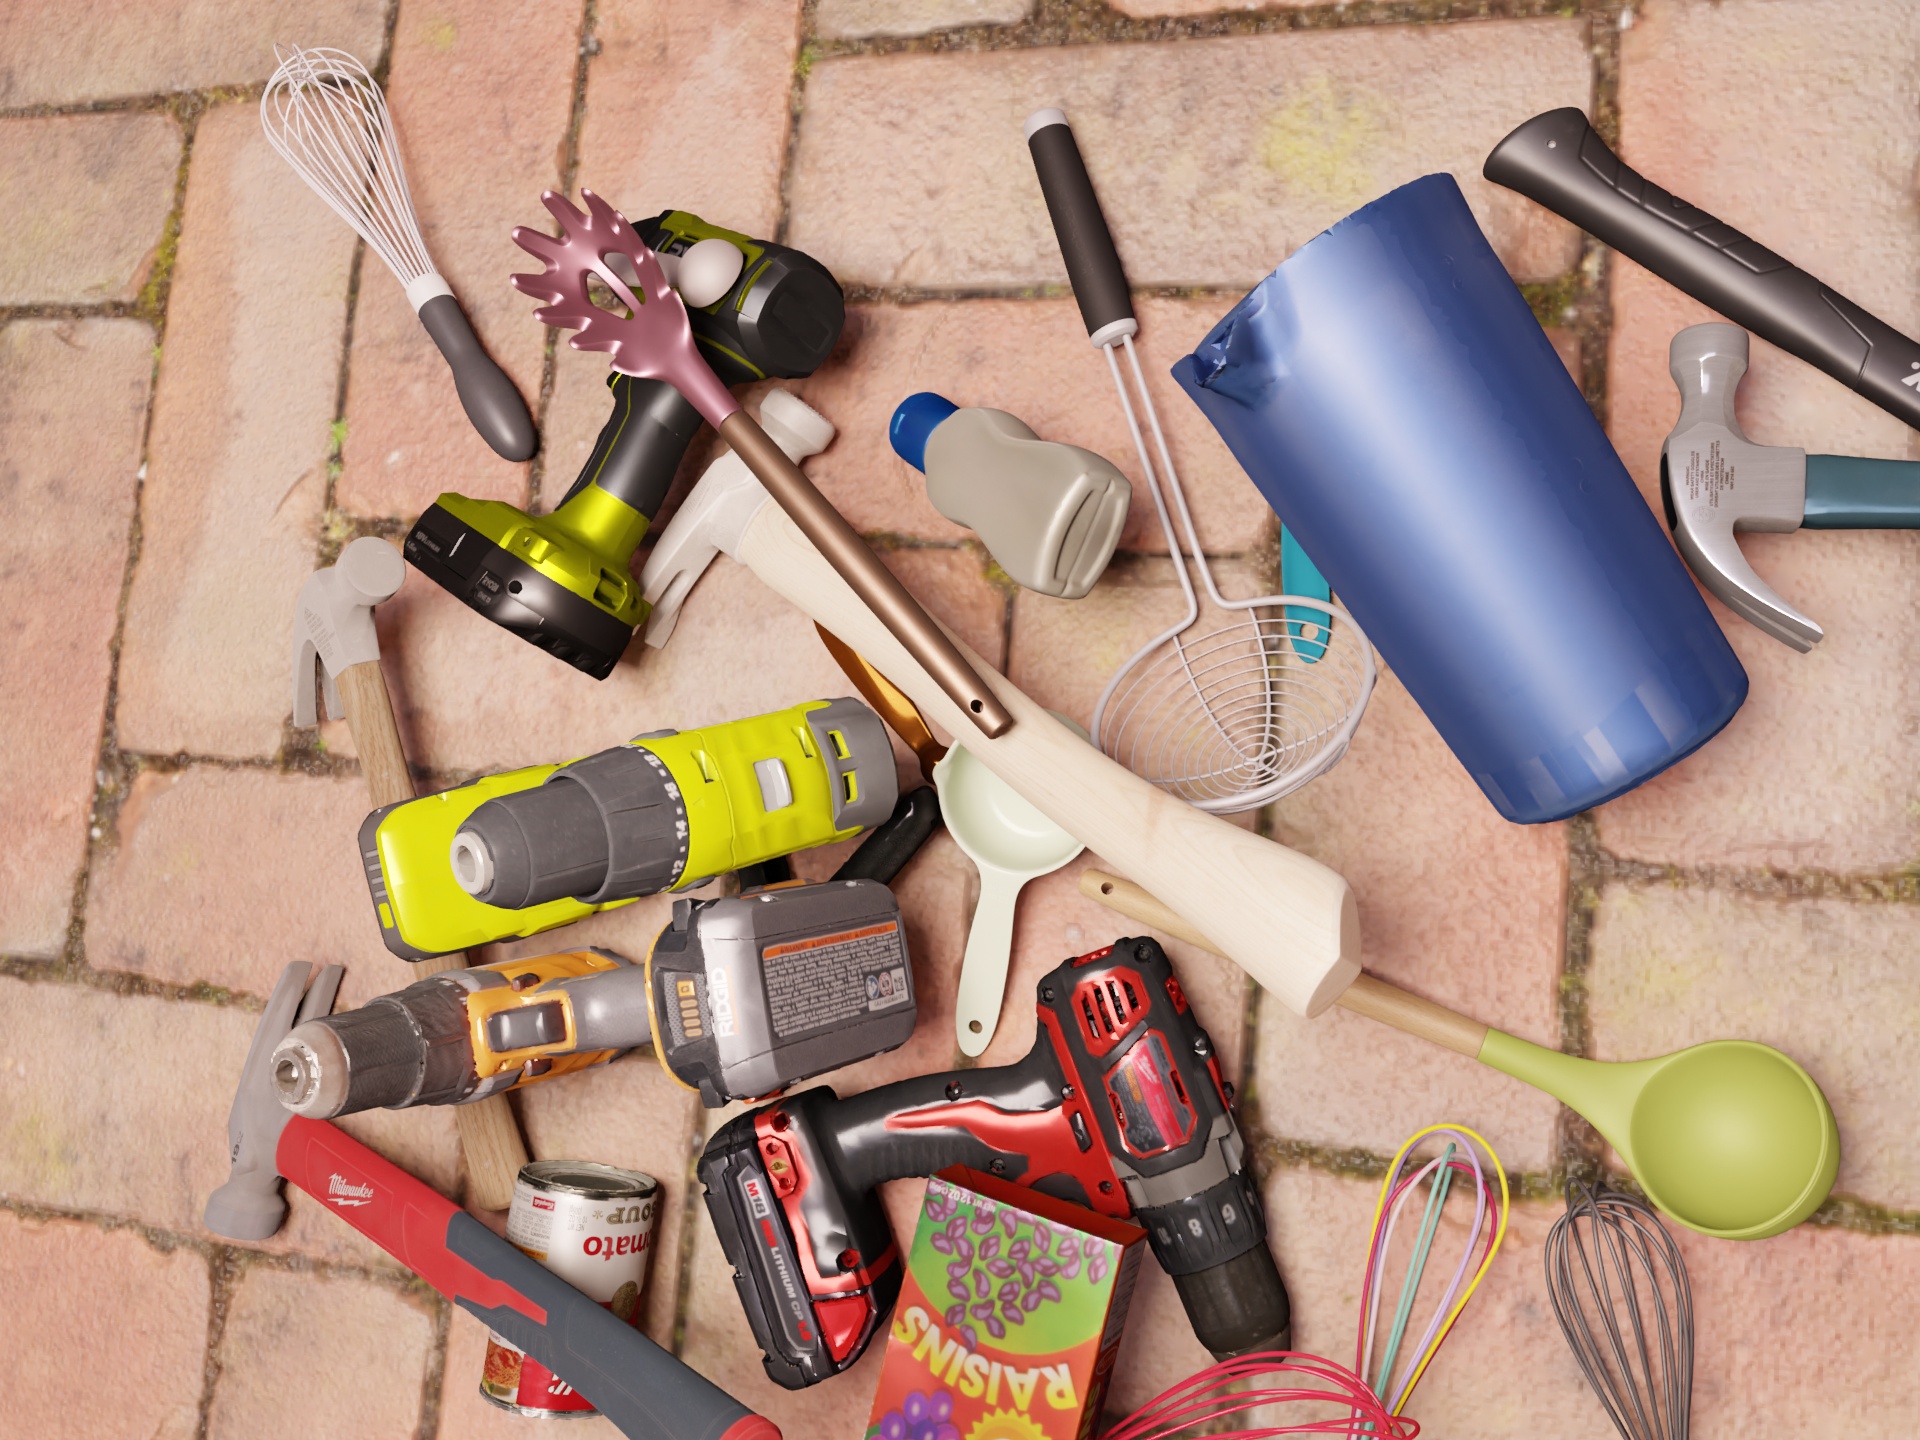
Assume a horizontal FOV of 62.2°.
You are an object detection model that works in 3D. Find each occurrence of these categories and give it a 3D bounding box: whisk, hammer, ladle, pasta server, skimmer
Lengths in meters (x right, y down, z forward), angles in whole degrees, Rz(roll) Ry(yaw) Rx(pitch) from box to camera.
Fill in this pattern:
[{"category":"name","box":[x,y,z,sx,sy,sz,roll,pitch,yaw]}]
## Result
[{"category":"whisk","box":[0.275,0.298,0.622,0.055,0.055,0.239,-14,83,15]},{"category":"hammer","box":[0.364,-0.155,0.665,0.335,0.035,0.146,40,94,18]},{"category":"hammer","box":[-0.001,-0.002,0.694,0.411,0.038,0.146,39,96,35]},{"category":"ladle","box":[0.193,0.123,0.666,0.320,0.062,0.078,21,78,21]},{"category":"hammer","box":[-0.220,0.228,0.719,0.386,0.038,0.143,14,86,38]},{"category":"pasta server","box":[-0.086,-0.111,0.684,0.060,0.040,0.316,-45,75,14]},{"category":"whisk","box":[0.173,0.285,0.655,0.047,0.051,0.245,17,90,13]},{"category":"skimmer","box":[0.081,-0.131,0.717,0.127,0.090,0.363,-20,77,16]},{"category":"whisk","box":[-0.306,-0.258,0.876,0.070,0.070,0.285,-33,80,10]},{"category":"hammer","box":[-0.275,0.083,0.803,0.130,0.031,0.331,-24,82,50]},{"category":"hammer","box":[0.441,-0.083,0.595,0.331,0.033,0.128,5,81,17]},{"category":"whisk","box":[0.049,0.316,0.661,0.296,0.073,0.073,-23,76,26]}]

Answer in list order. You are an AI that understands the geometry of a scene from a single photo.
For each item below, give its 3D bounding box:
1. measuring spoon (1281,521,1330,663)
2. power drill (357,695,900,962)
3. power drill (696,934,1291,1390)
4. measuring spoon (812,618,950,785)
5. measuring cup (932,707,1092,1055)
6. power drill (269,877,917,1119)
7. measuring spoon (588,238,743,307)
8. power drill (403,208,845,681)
[{"category":"measuring spoon","box":[0.157,-0.090,0.731,0.042,0.021,0.128,-3,90,16]},{"category":"power drill","box":[-0.163,0.050,0.683,0.228,0.190,0.080,-16,89,45]},{"category":"power drill","box":[0.020,0.216,0.694,0.226,0.080,0.188,-23,83,8]},{"category":"measuring spoon","box":[-0.039,-0.016,0.778,0.021,0.011,0.117,-40,73,8]},{"category":"measuring cup","box":[0.024,0.074,0.740,0.083,0.038,0.167,14,103,16]},{"category":"power drill","box":[-0.157,0.125,0.676,0.226,0.185,0.084,-13,84,30]},{"category":"measuring spoon","box":[-0.150,-0.219,0.757,0.124,0.018,0.034,19,76,40]},{"category":"power drill","box":[-0.172,-0.147,0.792,0.171,0.080,0.223,30,86,42]}]
